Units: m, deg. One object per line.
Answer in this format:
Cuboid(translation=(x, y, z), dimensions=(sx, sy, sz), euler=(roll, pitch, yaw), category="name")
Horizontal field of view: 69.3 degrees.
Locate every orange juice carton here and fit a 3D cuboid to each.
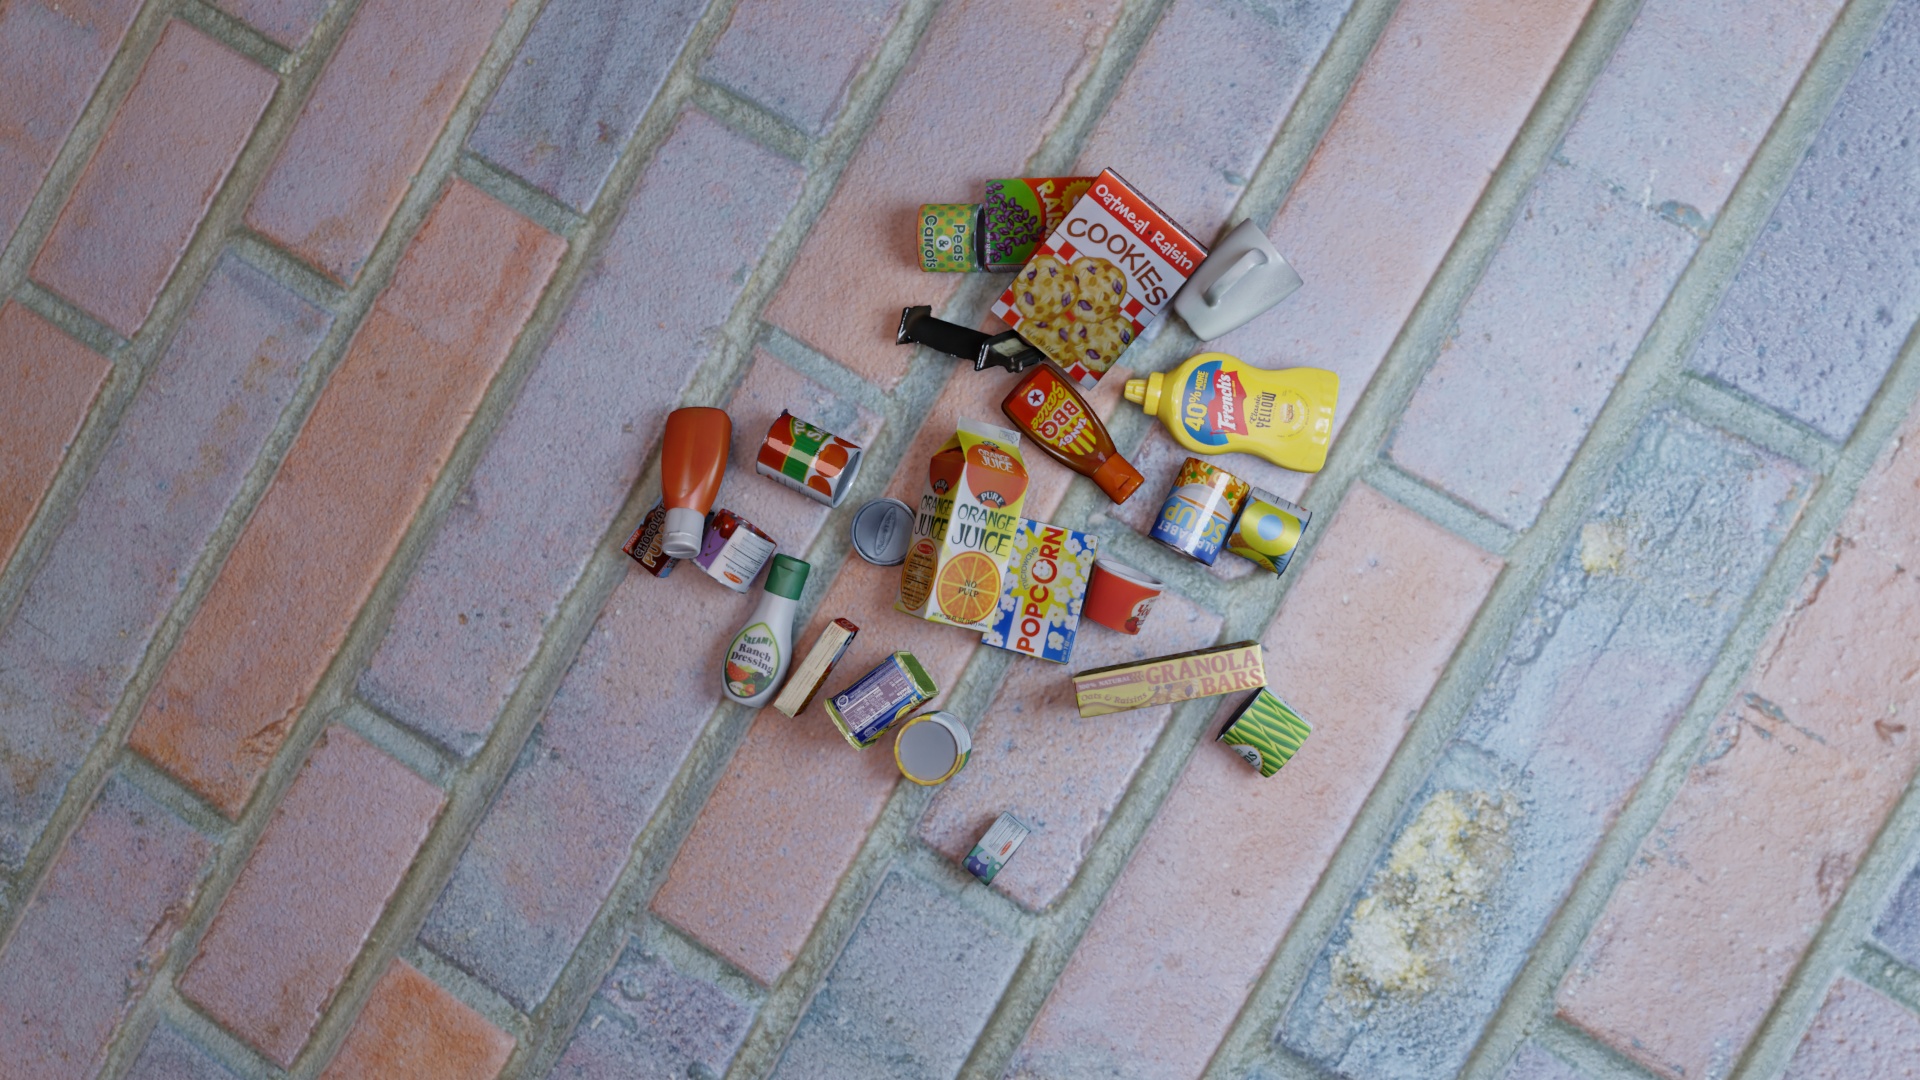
Cuboid(translation=(0.005, -0.016, 1.301), dimensions=(0.072, 0.073, 0.192), euler=(15, 89, -29), category="orange juice carton")

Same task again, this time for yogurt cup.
Cuboid(translation=(0.149, 0.054, 1.295), dimensions=(0.072, 0.072, 0.054), euler=(22, 99, 9), category="yogurt cup")

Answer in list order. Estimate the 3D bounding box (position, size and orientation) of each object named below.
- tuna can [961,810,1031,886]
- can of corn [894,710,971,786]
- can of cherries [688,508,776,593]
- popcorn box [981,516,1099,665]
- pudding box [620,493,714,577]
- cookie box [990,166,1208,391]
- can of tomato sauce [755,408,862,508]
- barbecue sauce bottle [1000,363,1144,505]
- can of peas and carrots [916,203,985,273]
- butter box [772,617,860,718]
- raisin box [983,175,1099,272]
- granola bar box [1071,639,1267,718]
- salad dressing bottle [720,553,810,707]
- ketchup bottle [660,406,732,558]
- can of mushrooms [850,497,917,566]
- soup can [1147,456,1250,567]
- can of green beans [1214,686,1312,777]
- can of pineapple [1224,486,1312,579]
Cuboid(translation=(0.033, 0.288, 1.299), dimensions=(0.033, 0.071, 0.071), euler=(39, 93, 9), category="tuna can")
Cuboid(translation=(-0.028, 0.198, 1.314), dimensions=(0.071, 0.058, 0.071), euler=(0, 87, 8), category="can of corn")
Cuboid(translation=(-0.222, 0.009, 1.350), dimensions=(0.071, 0.071, 0.058), euler=(34, 92, 8), category="can of cherries")
Cuboid(translation=(0.076, 0.047, 1.317), dimensions=(0.085, 0.038, 0.126), euler=(14, 89, 9), category="popcorn box")
Cuboid(translation=(-0.290, -0.010, 1.378), dimensions=(0.050, 0.030, 0.083), euler=(39, 93, 9), category="pudding box")
Cuboid(translation=(0.129, -0.243, 1.292), dimensions=(0.123, 0.040, 0.167), euler=(39, 109, -5), category="cookie box")
Cuboid(translation=(-0.145, -0.079, 1.342), dimensions=(0.083, 0.071, 0.071), euler=(26, 91, 8), category="can of tomato sauce")
Cuboid(translation=(0.110, -0.097, 1.318), dimensions=(0.065, 0.043, 0.148), euler=(-45, 82, 3), category="barbecue sauce bottle")
Cuboid(translation=(-0.009, -0.289, 1.332), dimensions=(0.059, 0.071, 0.071), euler=(2, 88, 9), category="can of peas and carrots")
Cuboid(translation=(-0.138, 0.122, 1.337), dimensions=(0.024, 0.053, 0.103), euler=(35, 93, 6), category="butter box")
Cuboid(translation=(0.086, -0.303, 1.335), dimensions=(0.123, 0.040, 0.086), euler=(1, 87, 9), category="raisin box")
Cuboid(translation=(0.188, 0.125, 1.253), dimensions=(0.165, 0.124, 0.039), euler=(-11, 86, 8), category="granola bar box")
Cuboid(translation=(-0.187, 0.087, 1.351), dimensions=(0.064, 0.044, 0.147), euler=(19, 90, 10), category="salad dressing bottle")
Cuboid(translation=(-0.261, -0.057, 1.342), dimensions=(0.065, 0.043, 0.149), euler=(-2, 63, 11), category="ketchup bottle")
Cuboid(translation=(-0.069, -0.007, 1.344), dimensions=(0.071, 0.033, 0.071), euler=(0, 86, 8), category="can of mushrooms")
Cuboid(translation=(0.221, -0.027, 1.284), dimensions=(0.071, 0.071, 0.083), euler=(26, 91, 9), category="soup can")
Cuboid(translation=(0.278, 0.174, 1.267), dimensions=(0.058, 0.071, 0.071), euler=(41, 93, 8), category="can of green beans")
Cuboid(translation=(0.282, -0.007, 1.277), dimensions=(0.058, 0.071, 0.071), euler=(26, 91, 9), category="can of pineapple")
